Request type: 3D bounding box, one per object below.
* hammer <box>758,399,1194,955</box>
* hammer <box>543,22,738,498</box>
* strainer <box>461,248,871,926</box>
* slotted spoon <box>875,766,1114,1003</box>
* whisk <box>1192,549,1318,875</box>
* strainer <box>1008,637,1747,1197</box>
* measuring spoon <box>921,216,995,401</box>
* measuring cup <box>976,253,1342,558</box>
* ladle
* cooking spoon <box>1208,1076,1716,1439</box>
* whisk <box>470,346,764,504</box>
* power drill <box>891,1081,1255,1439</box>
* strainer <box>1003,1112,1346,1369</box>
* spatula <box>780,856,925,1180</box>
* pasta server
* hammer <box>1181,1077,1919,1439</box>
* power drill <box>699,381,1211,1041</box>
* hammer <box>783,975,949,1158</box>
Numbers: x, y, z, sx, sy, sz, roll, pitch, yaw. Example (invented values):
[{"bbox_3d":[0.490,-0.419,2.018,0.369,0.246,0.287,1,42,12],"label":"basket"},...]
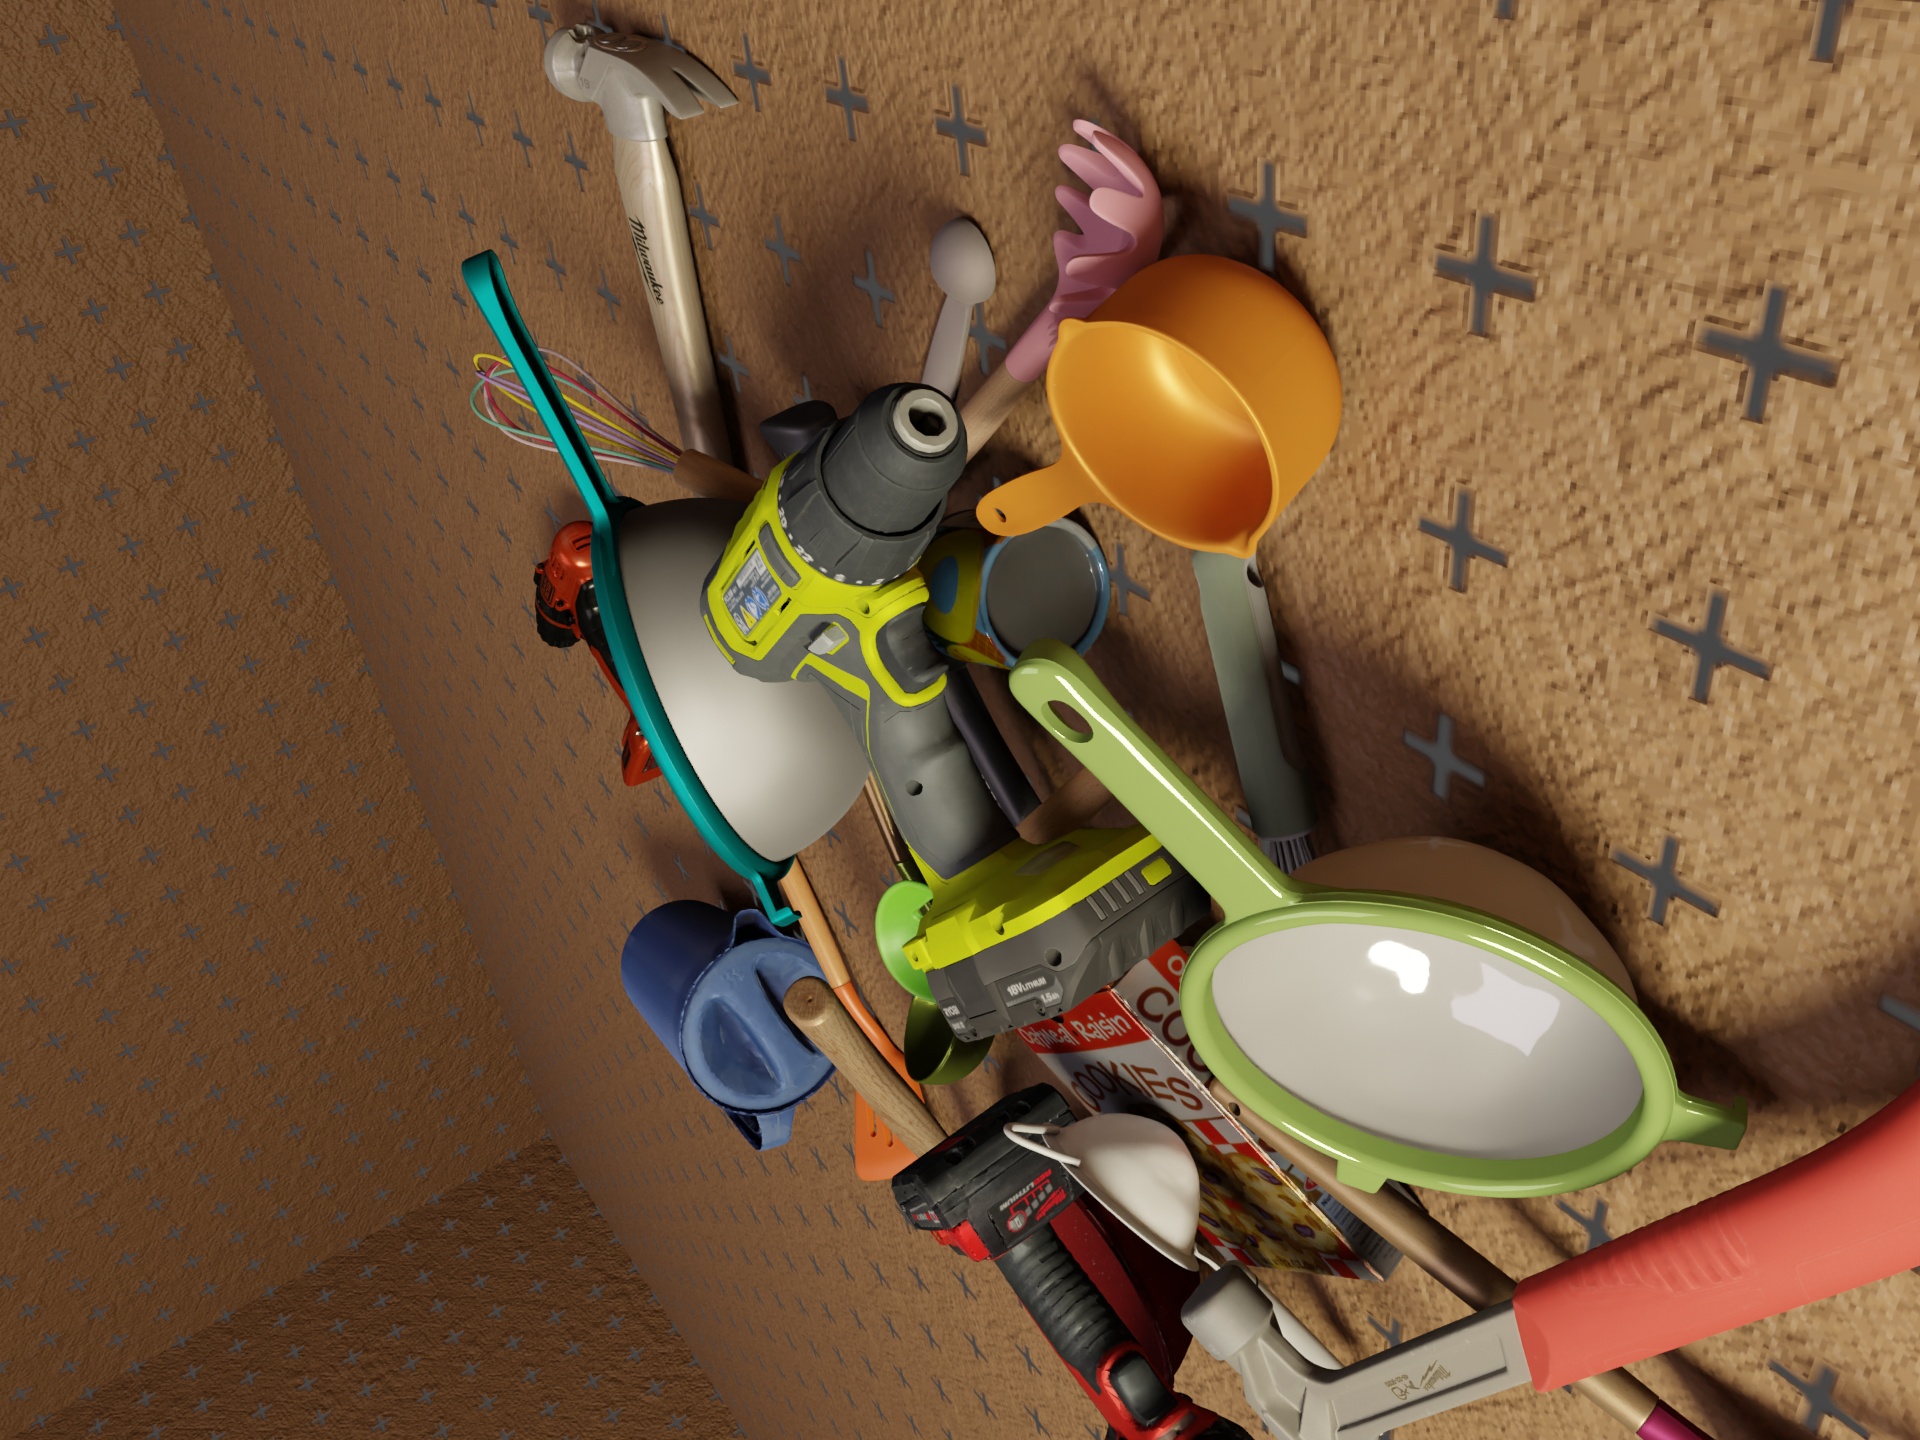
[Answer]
[{"bbox_3d":[-0.001,-0.002,0.761,0.335,0.035,0.146,60,155,-4],"label":"hammer"},{"bbox_3d":[-0.144,-0.170,0.905,0.146,0.038,0.410,37,145,42],"label":"hammer"},{"bbox_3d":[-0.119,-0.081,0.776,0.211,0.095,0.340,-99,-13,-60],"label":"strainer"},{"bbox_3d":[0.020,0.071,0.736,0.070,0.031,0.313,54,152,8],"label":"slotted spoon"},{"bbox_3d":[0.124,0.047,0.594,0.059,0.058,0.246,-8,107,28],"label":"whisk"},{"bbox_3d":[0.115,0.050,0.500,0.256,0.069,0.151,44,140,-17],"label":"strainer"},{"bbox_3d":[-0.010,-0.160,0.675,0.034,0.018,0.124,54,154,20],"label":"measuring spoon"},{"bbox_3d":[0.059,-0.099,0.542,0.095,0.052,0.173,49,158,-13],"label":"measuring cup"},{"bbox_3d":[-0.052,0.061,0.928,0.078,0.062,0.320,-3,108,68],"label":"ladle"},{"bbox_3d":[0.216,0.223,0.554,0.319,0.017,0.068,35,137,27],"label":"cooking spoon"},{"bbox_3d":[-0.171,-0.148,0.871,0.245,0.051,0.047,26,135,16],"label":"whisk"},{"bbox_3d":[0.069,0.285,0.734,0.227,0.080,0.188,55,162,9],"label":"power drill"},{"bbox_3d":[0.115,0.238,0.690,0.258,0.050,0.087,48,178,-22],"label":"strainer"},{"bbox_3d":[-0.101,0.170,1.139,0.081,0.041,0.322,-26,88,36],"label":"spatula"},{"bbox_3d":[0.008,-0.134,0.643,0.316,0.040,0.060,145,131,-67],"label":"pasta server"},{"bbox_3d":[0.207,0.188,0.491,0.149,0.037,0.359,45,140,9],"label":"hammer"},{"bbox_3d":[-0.006,-0.003,0.601,0.228,0.080,0.190,59,151,3],"label":"power drill"},{"bbox_3d":[-0.020,0.254,0.964,0.130,0.031,0.331,33,161,43],"label":"hammer"}]
